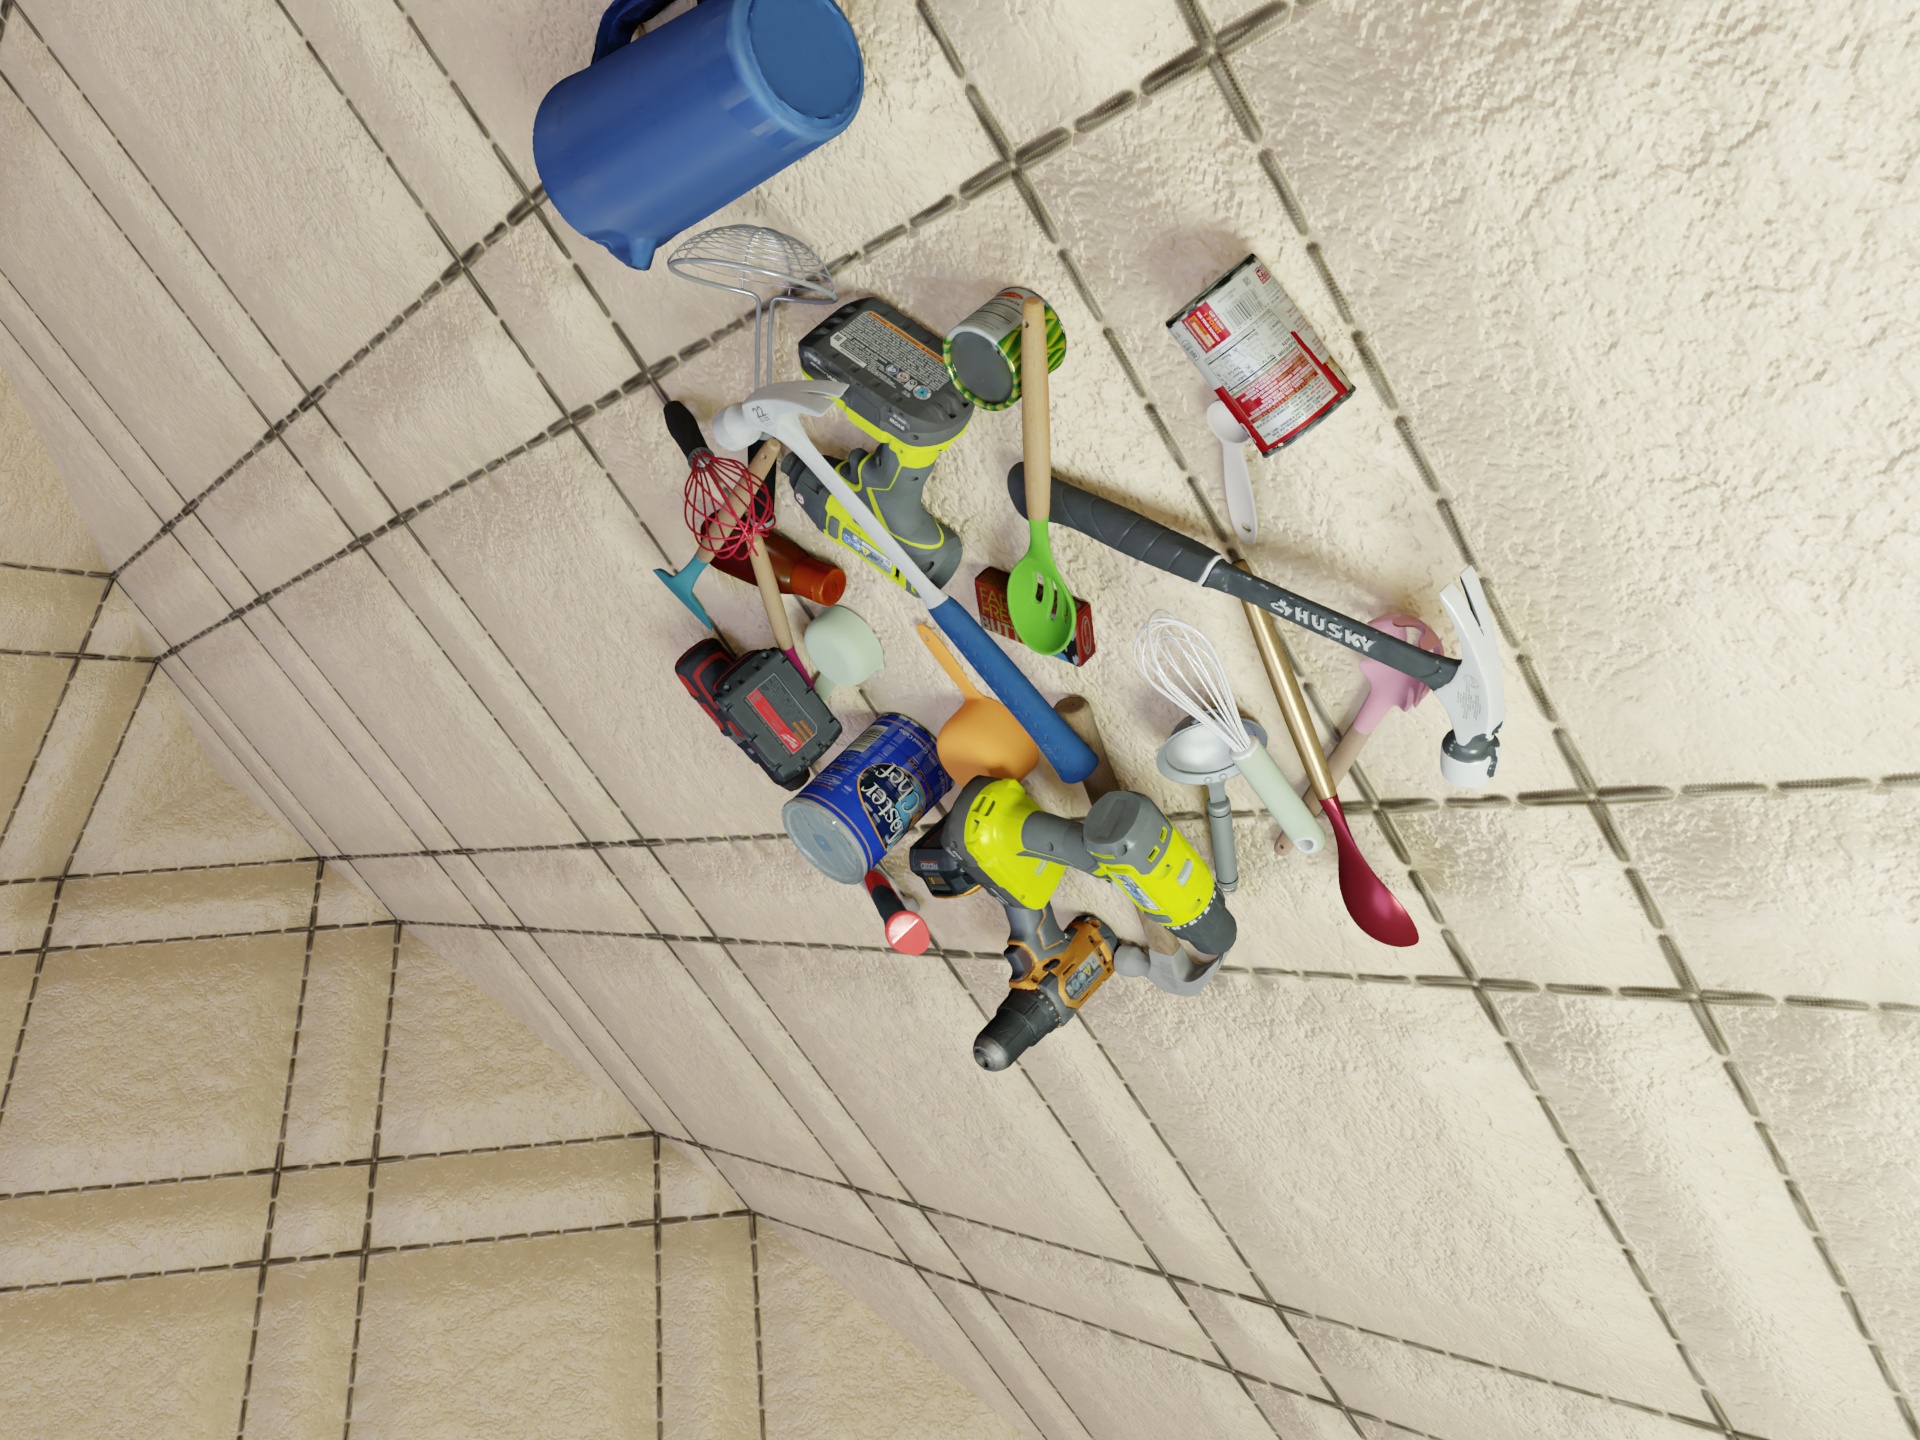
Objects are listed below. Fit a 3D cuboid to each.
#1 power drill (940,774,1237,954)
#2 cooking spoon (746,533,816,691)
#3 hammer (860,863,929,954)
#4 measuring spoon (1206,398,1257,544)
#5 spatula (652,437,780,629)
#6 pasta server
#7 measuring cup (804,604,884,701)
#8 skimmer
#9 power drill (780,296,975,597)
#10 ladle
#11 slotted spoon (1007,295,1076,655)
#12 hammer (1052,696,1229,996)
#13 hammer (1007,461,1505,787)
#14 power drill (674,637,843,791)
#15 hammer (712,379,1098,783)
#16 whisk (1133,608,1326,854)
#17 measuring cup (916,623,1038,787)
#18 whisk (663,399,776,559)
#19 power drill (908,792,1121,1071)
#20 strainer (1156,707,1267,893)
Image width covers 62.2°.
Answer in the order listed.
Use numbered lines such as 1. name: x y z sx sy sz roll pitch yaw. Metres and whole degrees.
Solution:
1. power drill: 0.113 0.124 1.338 0.229 0.080 0.190 7 149 45
2. cooking spoon: -0.169 -0.085 1.494 0.069 0.017 0.318 51 166 23
3. hammer: -0.083 0.168 1.573 0.143 0.038 0.386 49 175 -5
4. measuring spoon: 0.187 -0.167 1.057 0.034 0.018 0.124 21 148 32
5. spatula: -0.217 -0.168 1.432 0.082 0.044 0.317 46 143 -1
6. pasta server: 0.275 0.022 1.143 0.060 0.040 0.316 48 152 20
7. measuring cup: -0.128 -0.048 1.533 0.083 0.038 0.167 43 147 4
8. skimmer: -0.167 -0.257 1.290 0.127 0.090 0.363 10 146 -1
9. power drill: -0.070 -0.212 1.245 0.171 0.080 0.223 36 151 13
10. ladle: 0.254 0.030 1.134 0.315 0.031 0.069 66 163 -12
11. slotted spoon: 0.056 -0.163 1.117 0.070 0.031 0.313 37 152 30
12. hammer: 0.150 0.119 1.406 0.130 0.031 0.331 10 134 44
13. hammer: 0.181 -0.097 1.065 0.409 0.036 0.149 31 148 38
14. power drill: -0.196 0.003 1.602 0.187 0.080 0.227 53 166 -17
15. hammer: -0.022 -0.100 1.236 0.405 0.035 0.144 48 151 -21
16. whisk: 0.201 0.014 1.150 0.058 0.059 0.246 -19 124 34
17. measuring cup: -0.002 -0.005 1.421 0.095 0.052 0.173 -9 121 53
18. whisk: -0.212 -0.209 1.327 0.296 0.073 0.073 -124 12 -54
19. power drill: 0.041 0.196 1.481 0.084 0.185 0.226 -6 119 53
20. strainer: 0.204 0.061 1.270 0.087 0.050 0.258 -12 136 4
